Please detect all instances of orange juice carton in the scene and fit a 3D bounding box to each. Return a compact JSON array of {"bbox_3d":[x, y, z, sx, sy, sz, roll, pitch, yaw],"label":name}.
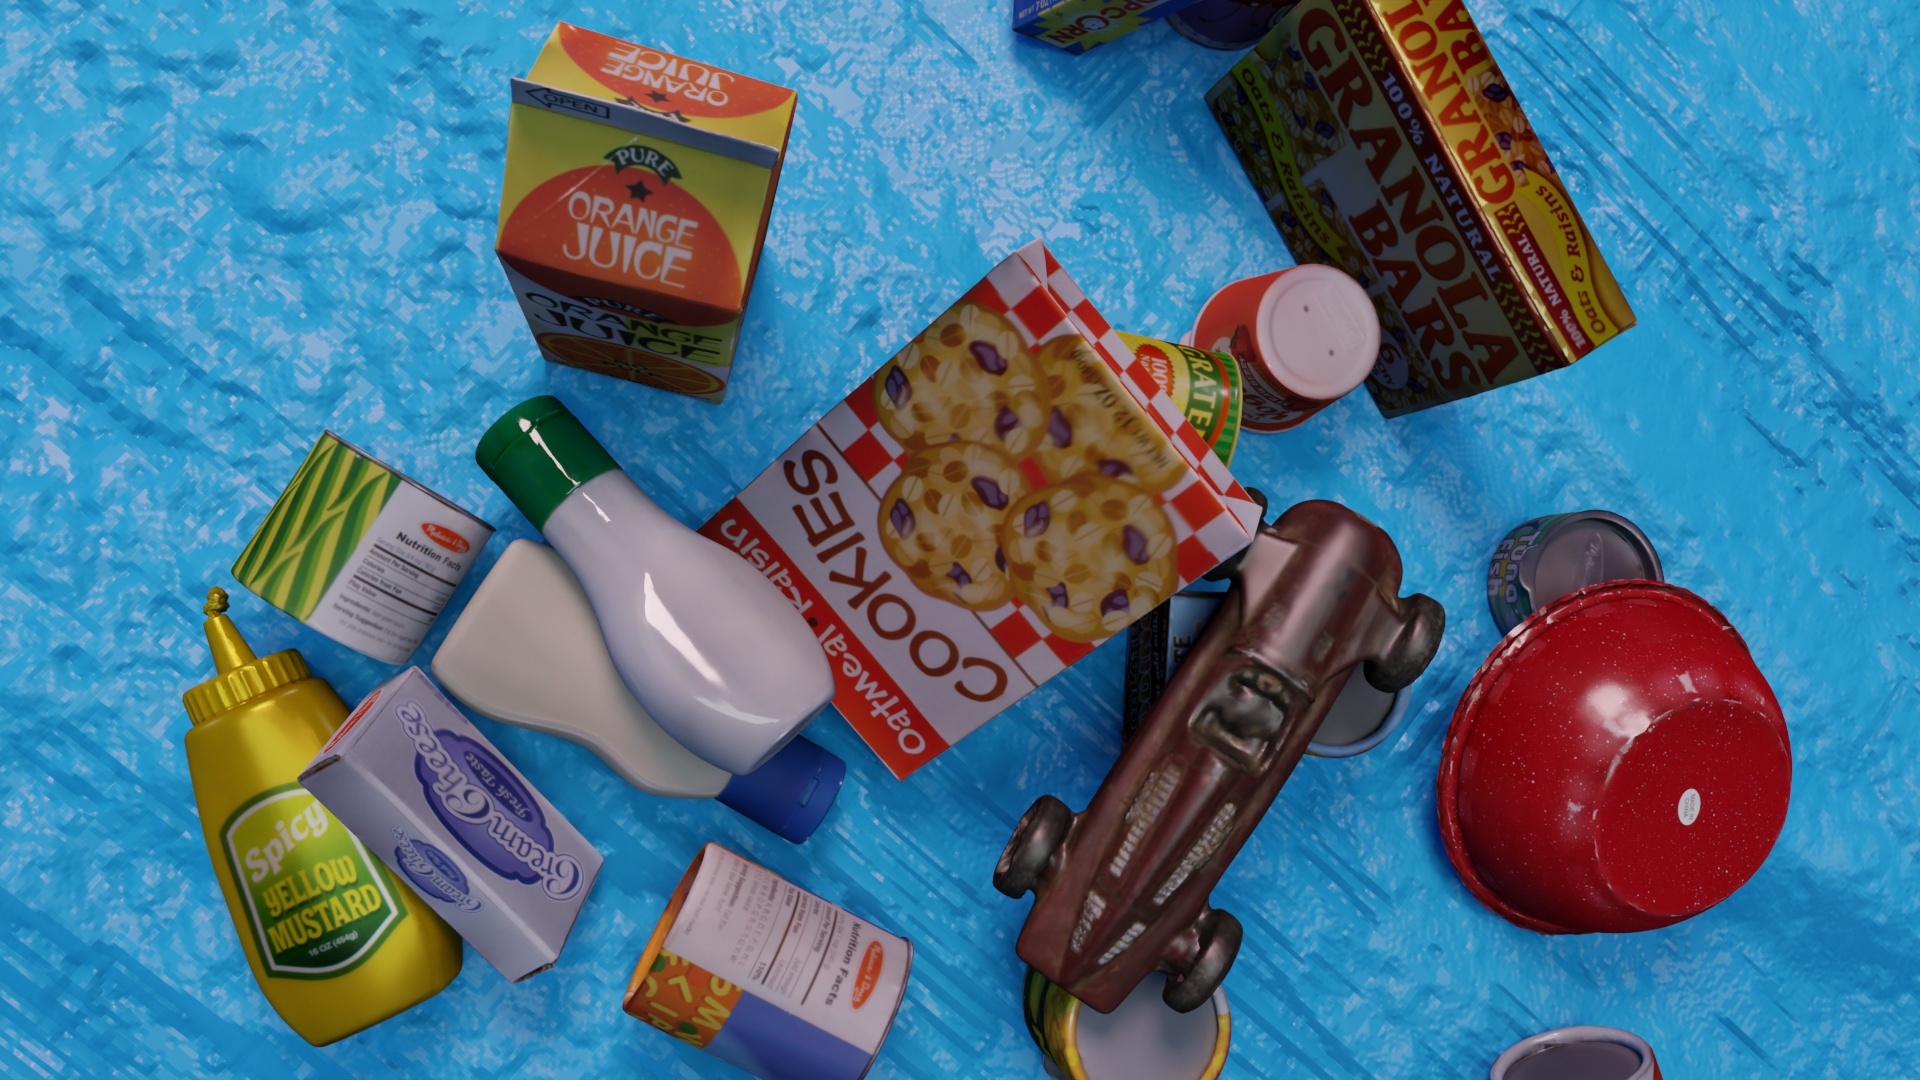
[{"bbox_3d":[-0.100,-0.102,0.450,0.072,0.192,0.073,14,83,-10],"label":"orange juice carton"}]

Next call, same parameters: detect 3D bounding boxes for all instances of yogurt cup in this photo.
[{"bbox_3d":[0.135,-0.081,0.572,0.072,0.054,0.072,1,86,-13],"label":"yogurt cup"}]

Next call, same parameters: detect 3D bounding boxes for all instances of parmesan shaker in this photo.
[{"bbox_3d":[0.049,-0.049,0.542,0.103,0.071,0.071,10,84,-12],"label":"parmesan shaker"}]

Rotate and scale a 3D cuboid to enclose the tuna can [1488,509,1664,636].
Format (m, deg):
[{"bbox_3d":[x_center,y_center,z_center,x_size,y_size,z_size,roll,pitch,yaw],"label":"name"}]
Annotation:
[{"bbox_3d":[0.264,0.020,0.603,0.071,0.033,0.071,1,86,-13],"label":"tuna can"}]

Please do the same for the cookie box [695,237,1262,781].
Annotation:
[{"bbox_3d":[0.002,-0.006,0.498,0.167,0.040,0.123,-38,95,25],"label":"cookie box"}]

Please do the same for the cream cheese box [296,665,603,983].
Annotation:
[{"bbox_3d":[-0.171,0.097,0.478,0.024,0.053,0.103,-30,110,20],"label":"cream cheese box"}]

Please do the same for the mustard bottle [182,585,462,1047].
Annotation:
[{"bbox_3d":[-0.229,0.090,0.480,0.065,0.049,0.160,-25,92,-10],"label":"mustard bottle"}]

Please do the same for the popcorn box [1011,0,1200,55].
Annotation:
[{"bbox_3d":[0.075,-0.250,0.533,0.038,0.126,0.085,7,84,-37],"label":"popcorn box"}]

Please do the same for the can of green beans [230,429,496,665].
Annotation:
[{"bbox_3d":[-0.207,0.003,0.483,0.071,0.071,0.058,32,81,-9],"label":"can of green beans"}]

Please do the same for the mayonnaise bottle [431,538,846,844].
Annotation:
[{"bbox_3d":[-0.114,0.061,0.512,0.148,0.041,0.065,32,73,-9],"label":"mayonnaise bottle"}]

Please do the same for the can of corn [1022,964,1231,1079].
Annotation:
[{"bbox_3d":[0.062,0.183,0.533,0.071,0.058,0.071,1,86,-12],"label":"can of corn"}]

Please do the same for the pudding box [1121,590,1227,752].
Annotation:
[{"bbox_3d":[0.086,0.062,0.552,0.030,0.049,0.083,5,86,-10],"label":"pudding box"}]

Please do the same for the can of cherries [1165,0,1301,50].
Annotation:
[{"bbox_3d":[0.122,-0.246,0.578,0.071,0.058,0.071,1,86,-12],"label":"can of cherries"}]

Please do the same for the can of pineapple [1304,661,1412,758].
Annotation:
[{"bbox_3d":[0.140,0.054,0.560,0.071,0.058,0.071,1,86,-13],"label":"can of pineapple"}]

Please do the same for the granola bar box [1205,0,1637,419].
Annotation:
[{"bbox_3d":[0.174,-0.135,0.548,0.039,0.124,0.165,-31,93,-14],"label":"granola bar box"}]

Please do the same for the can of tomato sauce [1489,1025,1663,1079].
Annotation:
[{"bbox_3d":[0.262,0.252,0.566,0.071,0.071,0.083,-19,90,-13],"label":"can of tomato sauce"}]

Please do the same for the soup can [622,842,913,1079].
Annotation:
[{"bbox_3d":[-0.071,0.158,0.503,0.084,0.071,0.071,29,81,-8],"label":"soup can"}]

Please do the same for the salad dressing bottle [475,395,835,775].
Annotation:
[{"bbox_3d":[-0.108,0.013,0.485,0.148,0.043,0.064,47,44,6],"label":"salad dressing bottle"}]
